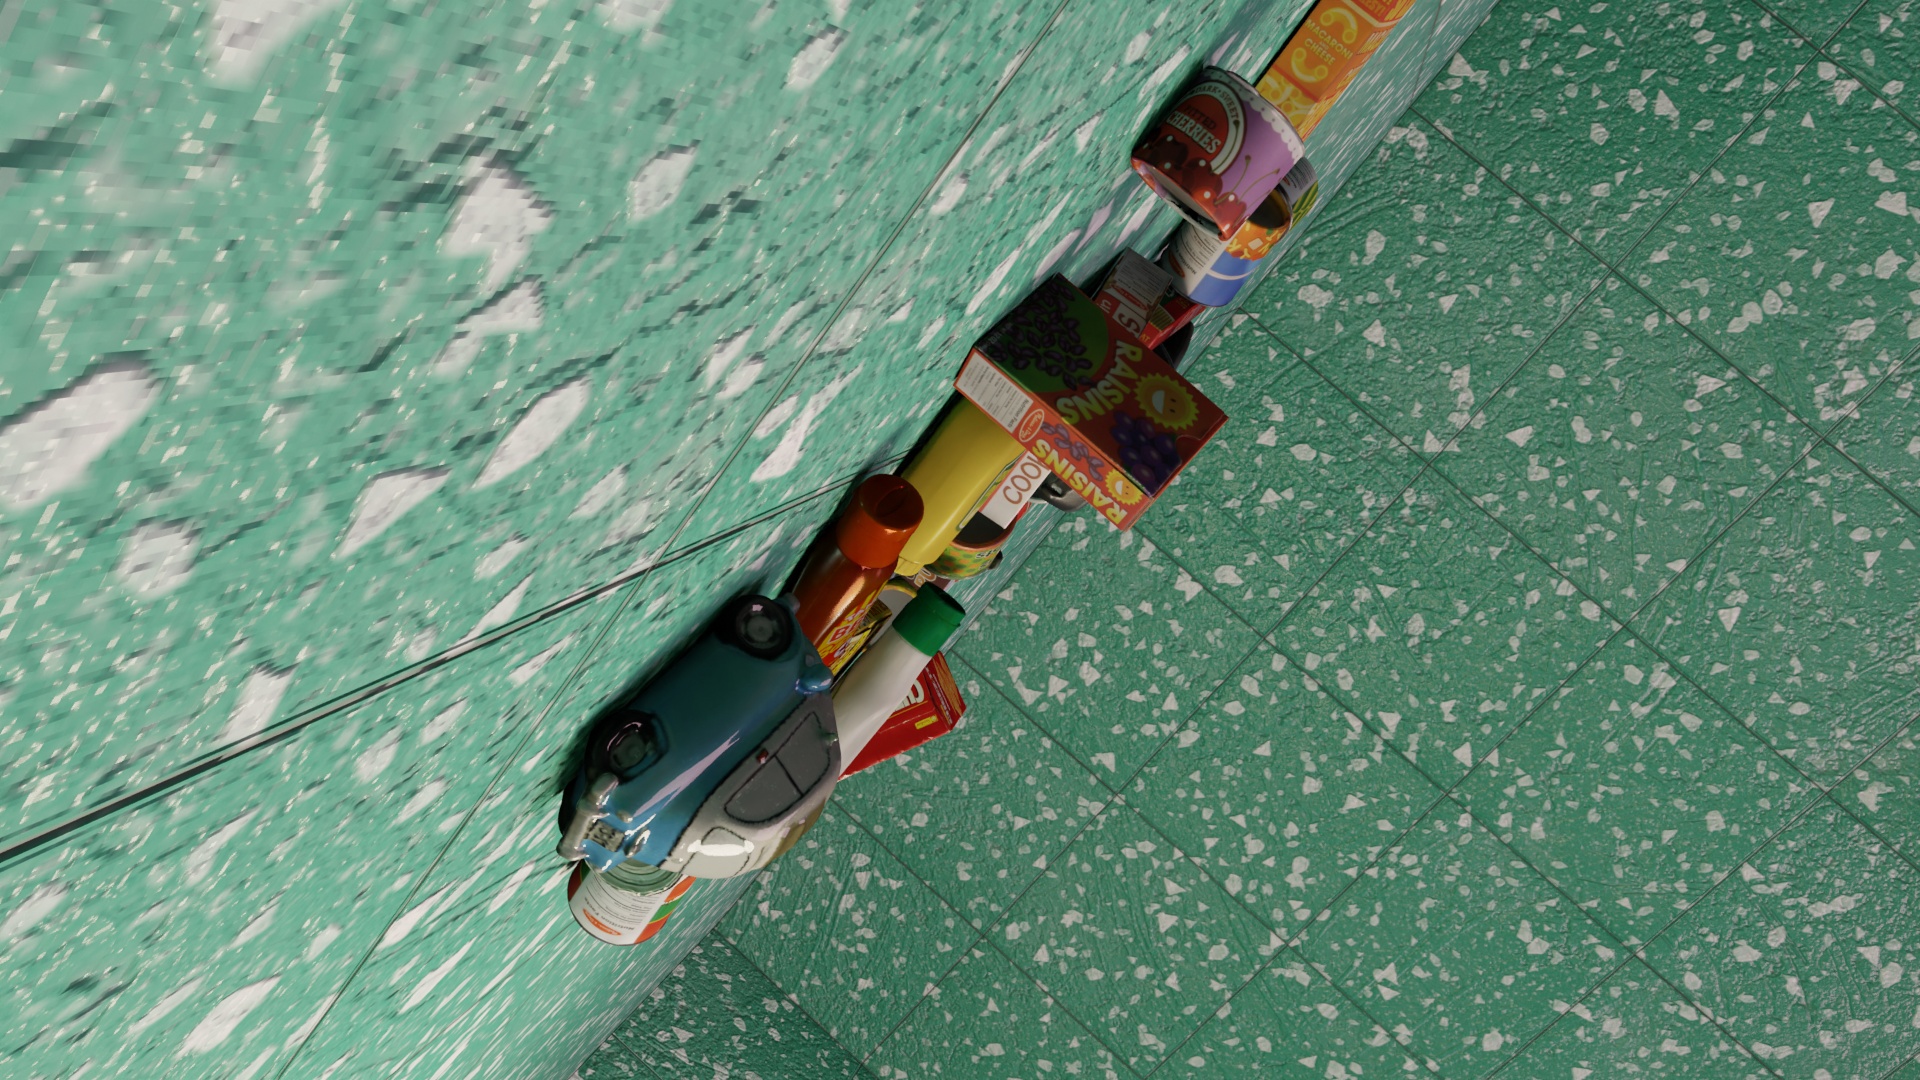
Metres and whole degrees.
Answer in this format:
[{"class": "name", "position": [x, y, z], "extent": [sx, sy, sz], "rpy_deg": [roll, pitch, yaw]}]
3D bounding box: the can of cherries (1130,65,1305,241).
[{"class": "can of cherries", "position": [0.126, -0.193, 0.691], "extent": [0.058, 0.071, 0.071], "rpy_deg": [-49, 175, 7]}]

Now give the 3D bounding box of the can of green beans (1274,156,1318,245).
[{"class": "can of green beans", "position": [0.240, -0.270, 1.091], "extent": [0.058, 0.071, 0.071], "rpy_deg": [-45, 174, -41]}]

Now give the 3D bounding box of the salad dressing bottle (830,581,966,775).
[{"class": "salad dressing bottle", "position": [-0.056, 0.094, 0.944], "extent": [0.147, 0.044, 0.064], "rpy_deg": [-50, 176, 7]}]

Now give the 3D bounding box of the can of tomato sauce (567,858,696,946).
[{"class": "can of tomato sauce", "position": [-0.193, 0.195, 0.843], "extent": [0.071, 0.071, 0.082], "rpy_deg": [-43, 172, -50]}]

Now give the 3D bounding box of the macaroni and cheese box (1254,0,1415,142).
[{"class": "macaroni and cheese box", "position": [0.230, -0.303, 0.899], "extent": [0.165, 0.040, 0.124], "rpy_deg": [-52, 175, 33]}]

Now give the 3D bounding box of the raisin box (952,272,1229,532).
[{"class": "raisin box", "position": [0.071, -0.076, 0.747], "extent": [0.086, 0.123, 0.040], "rpy_deg": [-45, 174, -37]}]

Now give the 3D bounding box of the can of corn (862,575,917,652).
[{"class": "can of corn", "position": [-0.051, 0.063, 1.107], "extent": [0.071, 0.071, 0.058], "rpy_deg": [-50, 174, 10]}]

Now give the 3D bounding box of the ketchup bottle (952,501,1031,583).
[{"class": "ketchup bottle", "position": [0.003, 0.001, 1.220], "extent": [0.149, 0.043, 0.064], "rpy_deg": [-45, 174, -32]}]

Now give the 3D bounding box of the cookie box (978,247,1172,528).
[{"class": "cookie box", "position": [0.069, -0.100, 0.900], "extent": [0.122, 0.040, 0.168], "rpy_deg": [-53, -177, 45]}]

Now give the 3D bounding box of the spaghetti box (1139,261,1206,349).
[{"class": "spaghetti box", "position": [0.158, -0.189, 1.089], "extent": [0.028, 0.050, 0.251], "rpy_deg": [-51, 175, 27]}]

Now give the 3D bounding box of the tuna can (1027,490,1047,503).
[{"class": "tuna can", "position": [0.071, -0.067, 1.169], "extent": [0.071, 0.071, 0.033], "rpy_deg": [-50, 174, 15]}]

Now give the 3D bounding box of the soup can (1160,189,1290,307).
[{"class": "soup can", "position": [0.203, -0.230, 1.059], "extent": [0.072, 0.071, 0.083], "rpy_deg": [-44, 173, -42]}]

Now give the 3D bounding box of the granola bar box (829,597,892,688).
[{"class": "granola bar box", "position": [-0.122, 0.105, 0.937], "extent": [0.165, 0.039, 0.124], "rpy_deg": [-49, 175, 9]}]

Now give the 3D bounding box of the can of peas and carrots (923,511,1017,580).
[{"class": "can of peas and carrots", "position": [0.003, -0.012, 0.954], "extent": [0.071, 0.071, 0.058], "rpy_deg": [-47, 174, -25]}]

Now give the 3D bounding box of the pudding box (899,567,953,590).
[{"class": "pudding box", "position": [-0.014, 0.001, 1.027], "extent": [0.030, 0.049, 0.083], "rpy_deg": [-46, 175, -48]}]

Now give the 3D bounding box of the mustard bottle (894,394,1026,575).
[{"class": "mustard bottle", "position": [-0.013, -0.027, 0.814], "extent": [0.159, 0.049, 0.065], "rpy_deg": [-51, 178, 23]}]

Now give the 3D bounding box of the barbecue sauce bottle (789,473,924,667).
[{"class": "barbecue sauce bottle", "position": [-0.064, 0.020, 0.763], "extent": [0.065, 0.044, 0.147], "rpy_deg": [-43, 172, -42]}]
